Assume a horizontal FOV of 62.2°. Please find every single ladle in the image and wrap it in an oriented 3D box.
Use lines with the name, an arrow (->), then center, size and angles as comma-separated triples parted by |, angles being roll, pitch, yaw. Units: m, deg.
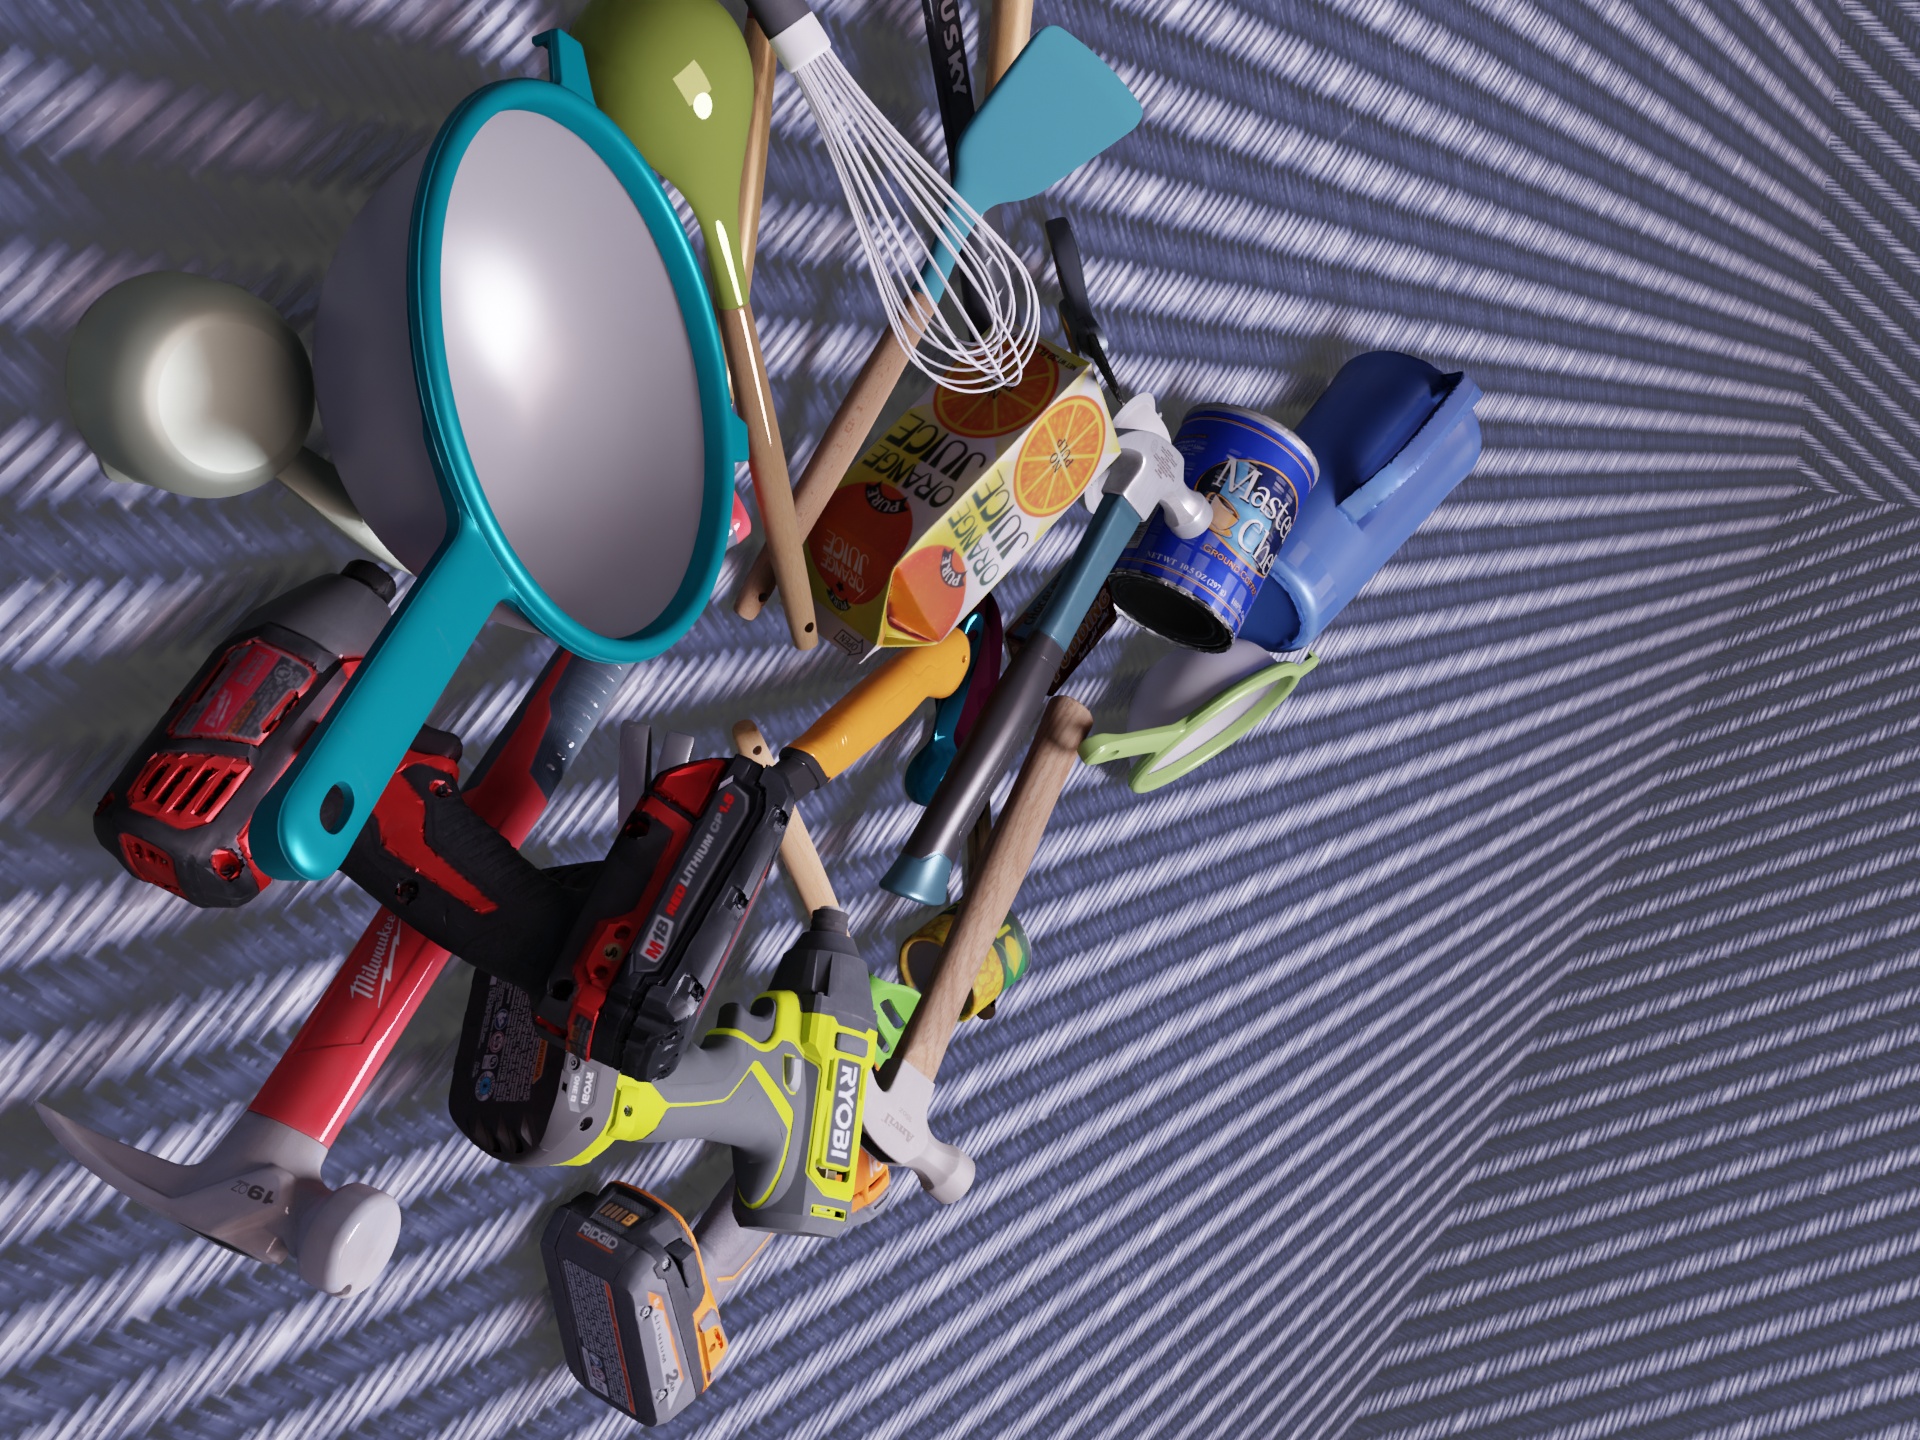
ladle -> -0.106, -0.168, 0.726 | 0.078, 0.062, 0.319 | -34, 134, -29
ladle -> -0.094, -0.286, 0.714 | 0.069, 0.031, 0.315 | -14, 119, -51

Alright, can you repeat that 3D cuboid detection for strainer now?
strainer -> 0.069, -0.145, 1.004 | 0.258, 0.050, 0.086 | -31, 144, -40
strainer -> 0.140, -0.011, 1.123 | 0.151, 0.069, 0.256 | -43, 161, 30
strainer -> -0.184, -0.078, 0.556 | 0.341, 0.095, 0.210 | -75, 153, -43

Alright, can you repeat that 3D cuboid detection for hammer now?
hammer -> -0.206, 0.030, 0.665 | 0.038, 0.143, 0.386 | 84, 27, -56
hammer -> -0.069, 0.007, 0.806 | 0.337, 0.034, 0.127 | -43, 140, -59
hammer -> 0.005, -0.288, 0.814 | 0.149, 0.036, 0.408 | -50, 147, -30
hammer -> 0.047, -0.034, 0.951 | 0.128, 0.033, 0.331 | 44, 69, -42
hammer -> 0.012, 0.115, 0.979 | 0.130, 0.031, 0.331 | 45, 53, -27

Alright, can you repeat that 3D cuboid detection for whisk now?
whisk -> -0.052, -0.264, 0.690 | 0.070, 0.070, 0.284 | -48, 116, -30
whisk -> 0.032, -0.418, 0.811 | 0.051, 0.047, 0.244 | -26, 129, -48

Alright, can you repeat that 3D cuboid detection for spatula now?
spatula -> -0.026, -0.183, 0.782 | 0.082, 0.044, 0.317 | 20, 104, -49

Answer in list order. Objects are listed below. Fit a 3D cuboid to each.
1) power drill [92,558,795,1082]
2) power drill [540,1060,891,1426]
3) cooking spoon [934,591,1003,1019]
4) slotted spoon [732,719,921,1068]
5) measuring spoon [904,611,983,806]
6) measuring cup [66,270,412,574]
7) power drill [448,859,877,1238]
power drill -> -0.181, 0.031, 0.589 | 0.078, 0.219, 0.143 | 117, -4, -58
power drill -> -0.124, 0.258, 0.894 | 0.226, 0.084, 0.164 | -35, 130, -46
cooking spoon -> 0.013, 0.065, 1.043 | 0.069, 0.017, 0.318 | -31, 129, -44
slotted spoon -> -0.076, 0.116, 0.935 | 0.070, 0.031, 0.313 | -37, 133, -21
measuring spoon -> -0.002, -0.003, 0.969 | 0.042, 0.021, 0.128 | 0, 113, -39
measuring cup -> -0.241, -0.095, 0.584 | 0.083, 0.038, 0.167 | -62, 143, -13
power drill -> -0.128, 0.154, 0.785 | 0.223, 0.080, 0.171 | 31, 58, -47
